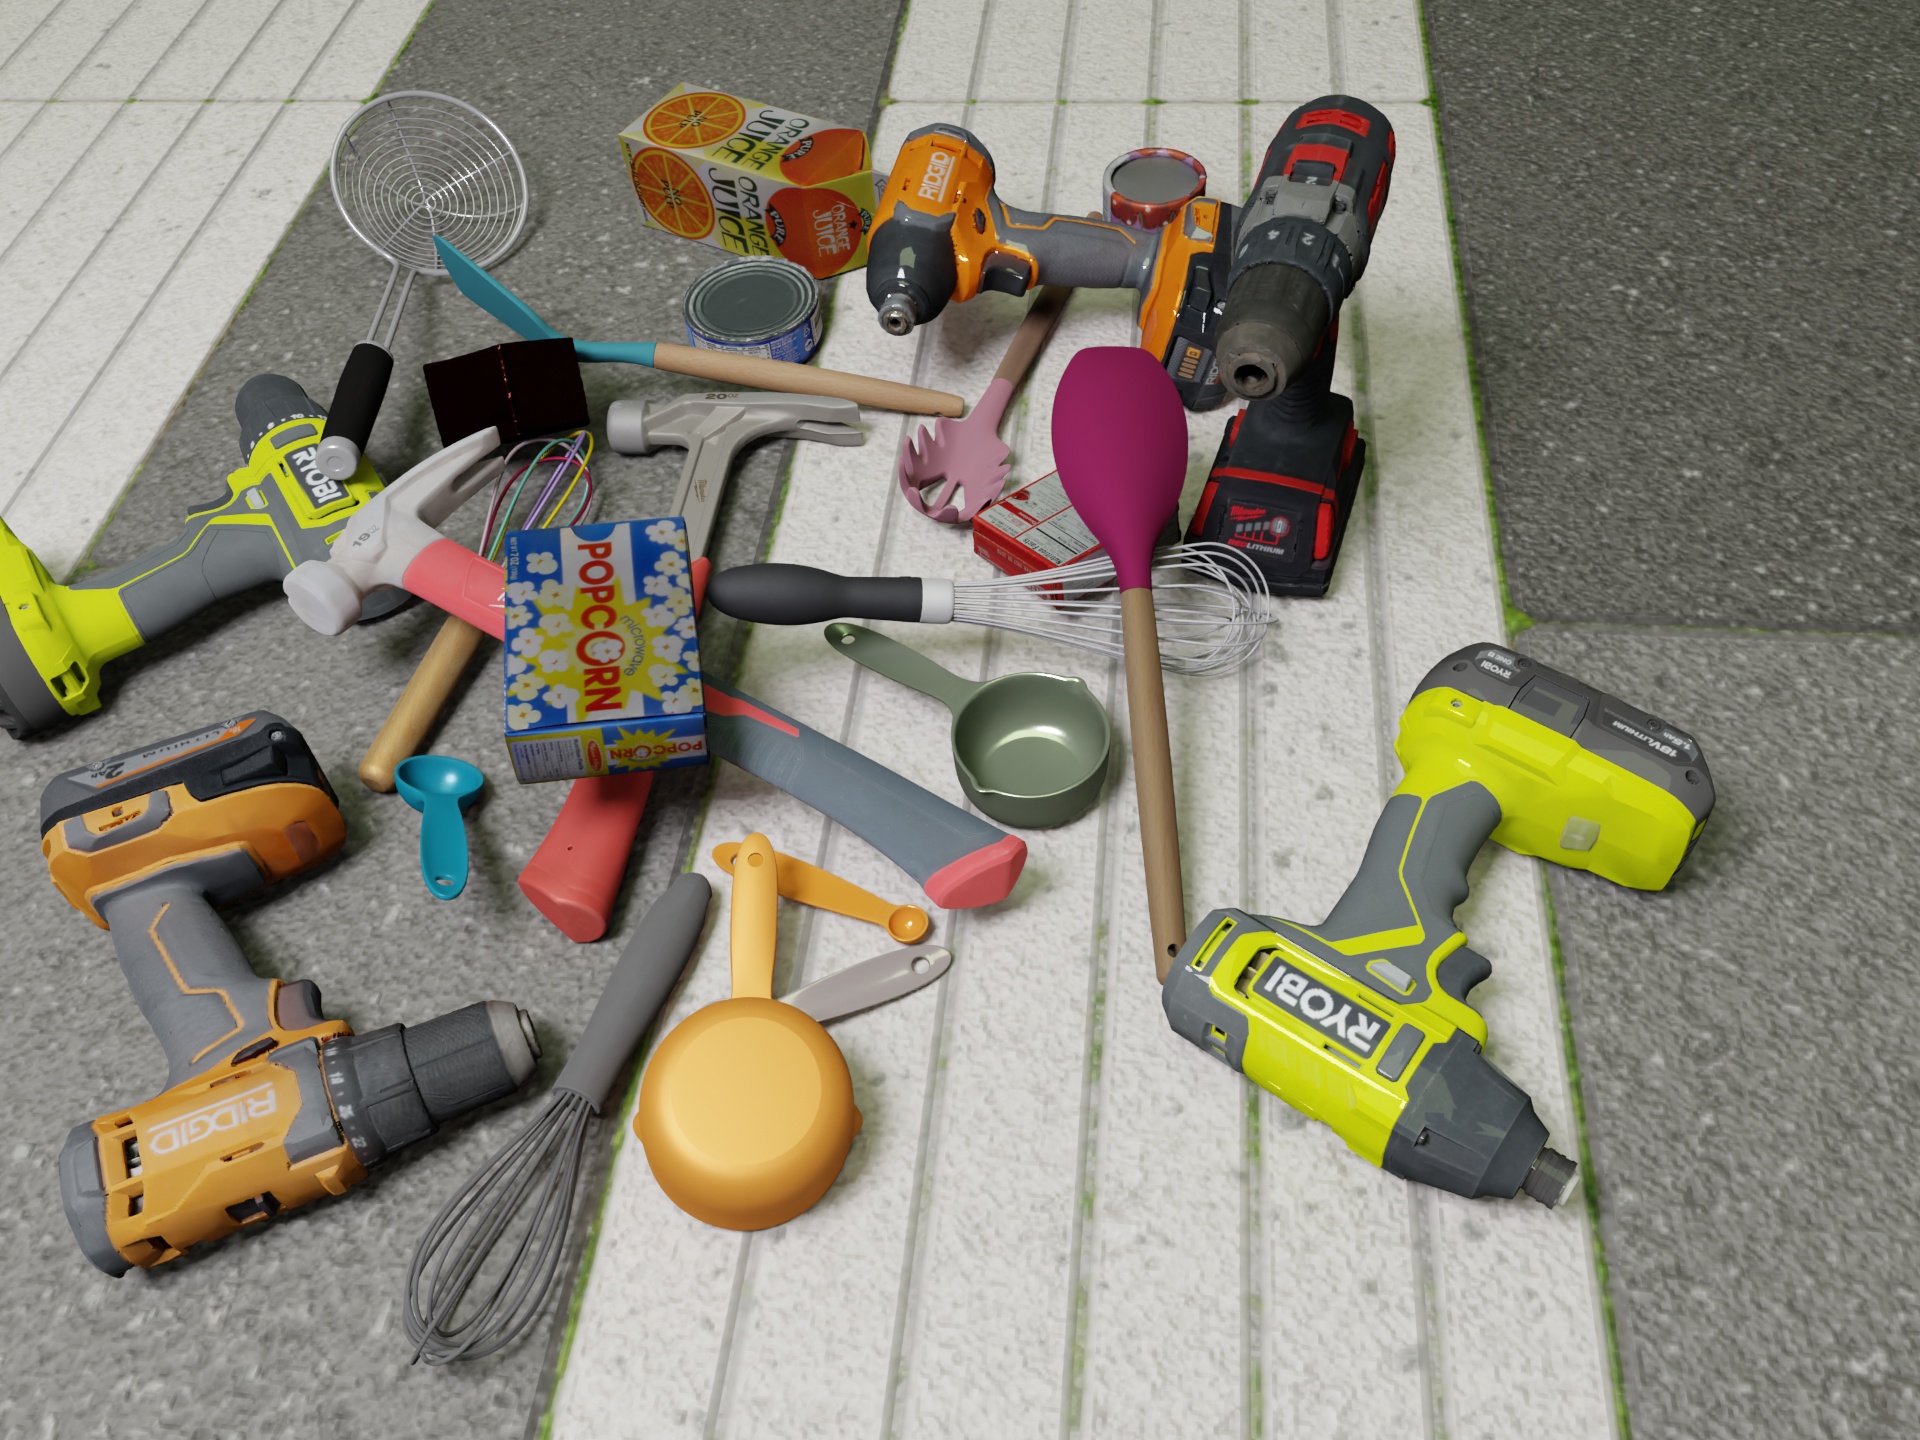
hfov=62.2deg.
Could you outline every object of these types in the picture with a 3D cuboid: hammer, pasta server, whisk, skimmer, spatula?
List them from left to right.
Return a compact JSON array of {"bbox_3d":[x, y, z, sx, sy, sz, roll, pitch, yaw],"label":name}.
[{"bbox_3d":[-0.339,-0.274,0.965,0.127,0.090,0.364,18,35,-22],"label":"skimmer"},{"bbox_3d":[-0.257,-0.066,0.855,0.047,0.051,0.245,13,59,12],"label":"whisk"},{"bbox_3d":[-0.160,0.156,0.665,0.055,0.055,0.239,13,50,14],"label":"whisk"},{"bbox_3d":[-0.148,-0.046,0.833,0.149,0.036,0.359,2,51,6],"label":"hammer"},{"bbox_3d":[-0.133,-0.025,0.767,0.386,0.038,0.143,27,54,17],"label":"hammer"},{"bbox_3d":[-0.153,-0.223,0.942,0.317,0.082,0.044,10,79,-3],"label":"spatula"},{"bbox_3d":[0.019,-0.058,0.783,0.284,0.070,0.070,2,50,-10],"label":"whisk"},{"bbox_3d":[0.036,-0.222,0.959,0.060,0.040,0.316,25,54,2],"label":"pasta server"}]

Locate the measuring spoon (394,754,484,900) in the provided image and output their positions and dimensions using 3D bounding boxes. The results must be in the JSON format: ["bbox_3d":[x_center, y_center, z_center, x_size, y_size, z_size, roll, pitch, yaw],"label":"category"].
[{"bbox_3d":[-0.244,0.055,0.745,0.042,0.021,0.129,6,25,-22],"label":"measuring spoon"}]

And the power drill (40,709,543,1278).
[{"bbox_3d":[-0.298,0.105,0.698,0.185,0.084,0.226,-20,56,-14],"label":"power drill"}]

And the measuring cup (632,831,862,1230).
[{"bbox_3d":[-0.087,0.118,0.661,0.095,0.052,0.174,1,63,-6],"label":"measuring cup"}]

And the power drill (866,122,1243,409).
[{"bbox_3d":[0.057,-0.259,0.930,0.226,0.084,0.164,15,52,-1],"label":"power drill"}]

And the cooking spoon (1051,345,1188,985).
[{"bbox_3d":[0.085,-0.036,0.745,0.068,0.017,0.319,-2,73,-6],"label":"cooking spoon"}]

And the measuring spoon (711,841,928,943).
[{"bbox_3d":[-0.067,0.080,0.742,0.117,0.011,0.021,18,54,22],"label":"measuring spoon"}]

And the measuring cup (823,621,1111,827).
[{"bbox_3d":[-0.001,-0.003,0.786,0.168,0.038,0.083,28,59,27],"label":"measuring cup"}]

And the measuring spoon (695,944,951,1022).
[{"bbox_3d":[-0.061,0.126,0.703,0.124,0.018,0.034,-18,65,-18],"label":"measuring spoon"}]

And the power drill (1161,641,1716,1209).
[{"bbox_3d":[0.216,0.085,0.675,0.171,0.080,0.223,30,63,26],"label":"power drill"}]

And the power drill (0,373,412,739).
[{"bbox_3d":[-0.434,-0.101,0.875,0.228,0.080,0.191,-27,55,-20],"label":"power drill"}]

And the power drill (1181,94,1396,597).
[{"bbox_3d":[0.158,-0.162,0.778,0.080,0.226,0.188,13,53,15],"label":"power drill"}]
